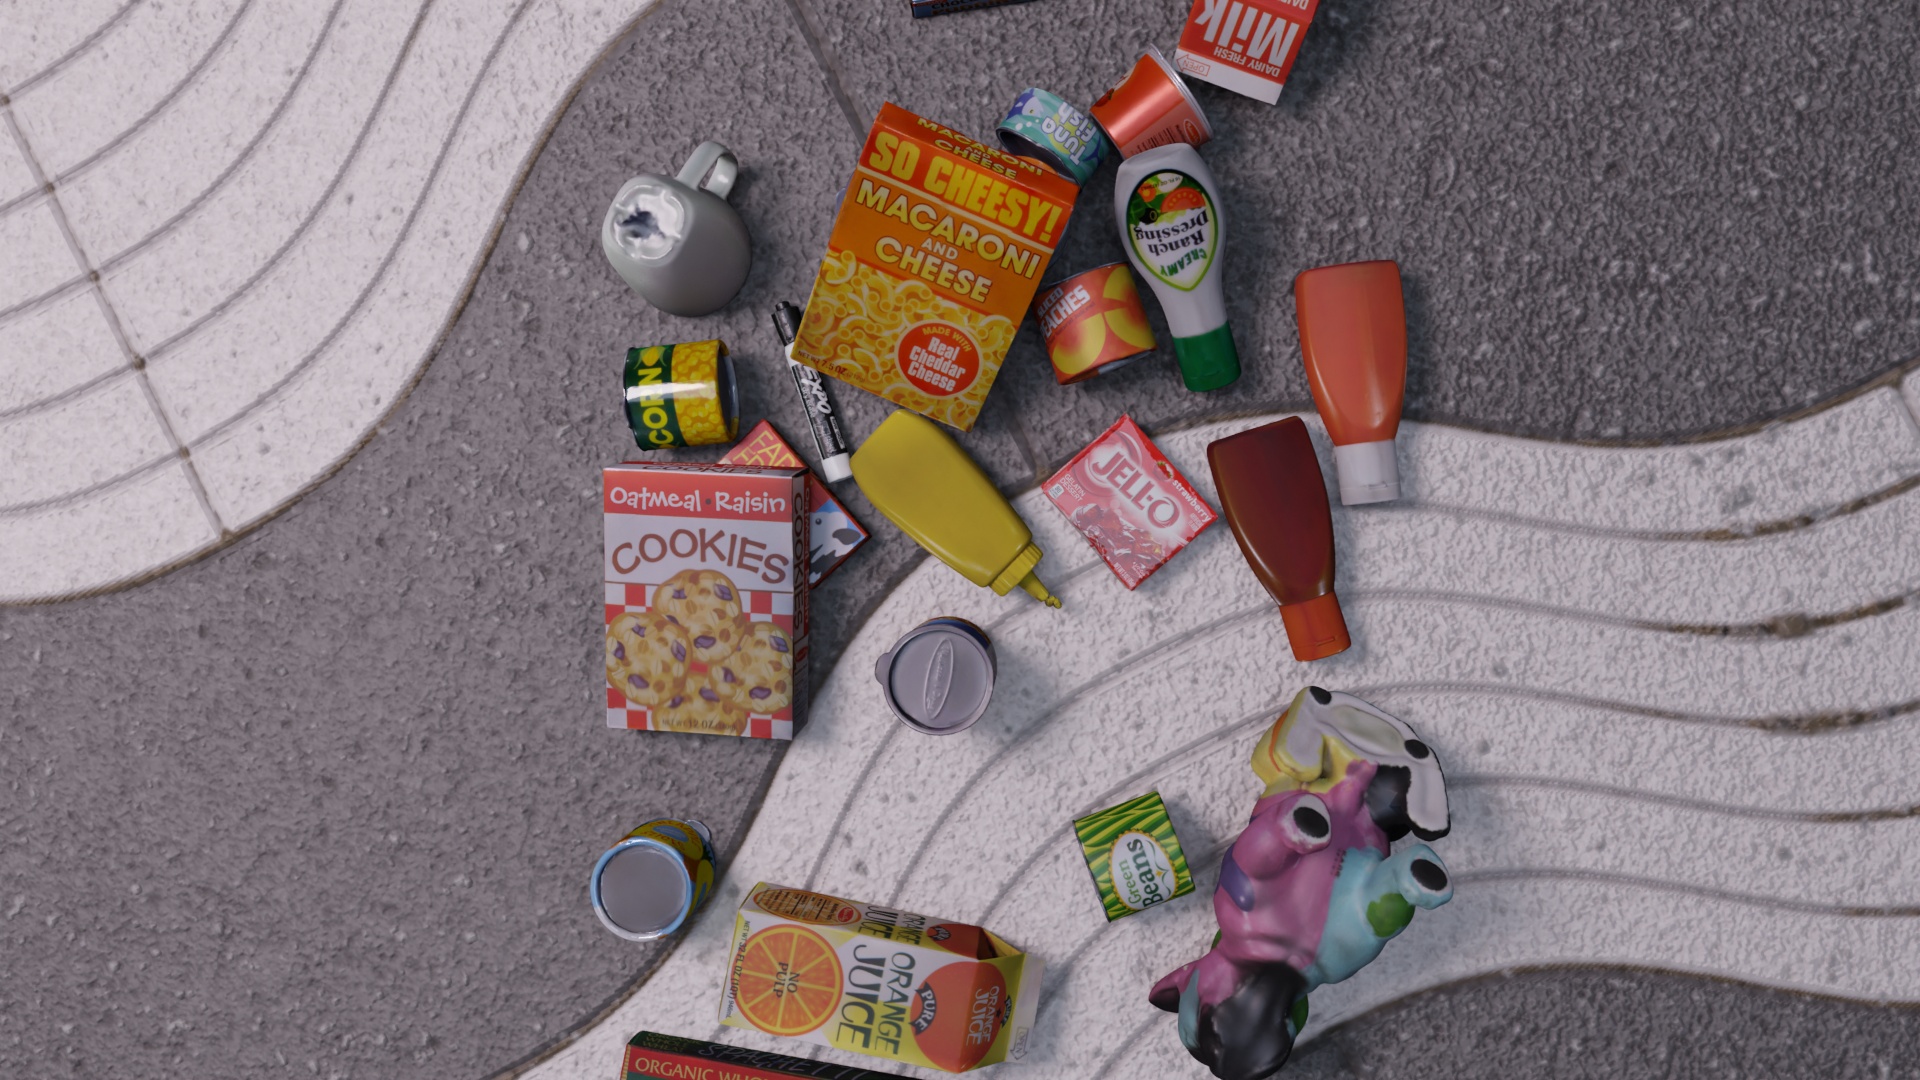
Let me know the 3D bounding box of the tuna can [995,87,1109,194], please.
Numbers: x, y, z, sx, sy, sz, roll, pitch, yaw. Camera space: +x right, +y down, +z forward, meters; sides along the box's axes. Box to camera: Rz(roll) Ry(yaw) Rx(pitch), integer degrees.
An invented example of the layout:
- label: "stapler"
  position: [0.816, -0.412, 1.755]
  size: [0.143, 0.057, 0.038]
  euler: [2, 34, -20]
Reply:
- label: "tuna can"
  position: [0.058, -0.248, 0.861]
  size: [0.071, 0.071, 0.033]
  euler: [35, 91, 2]

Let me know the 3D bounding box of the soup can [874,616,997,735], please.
- label: "soup can"
  position: [-0.013, 0.081, 0.860]
  size: [0.071, 0.084, 0.071]
  euler: [0, 90, 3]

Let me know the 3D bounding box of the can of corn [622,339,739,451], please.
- label: "can of corn"
  position: [-0.175, -0.091, 0.873]
  size: [0.058, 0.071, 0.071]
  euler: [-6, 90, 2]

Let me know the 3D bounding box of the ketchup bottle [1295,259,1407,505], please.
- label: "ketchup bottle"
  position: [0.248, -0.097, 0.866]
  size: [0.065, 0.043, 0.148]
  euler: [-6, 90, 4]

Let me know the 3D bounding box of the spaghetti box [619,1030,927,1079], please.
- label: "spaghetti box"
  position: [-0.095, 0.363, 0.892]
  size: [0.250, 0.029, 0.050]
  euler: [9, 91, 3]

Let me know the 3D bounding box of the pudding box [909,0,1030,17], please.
- label: "pudding box"
  position: [0.006, -0.366, 0.884]
  size: [0.084, 0.030, 0.049]
  euler: [-8, 89, 3]

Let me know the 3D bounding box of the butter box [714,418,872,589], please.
- label: "butter box"
  position: [-0.110, -0.024, 0.894]
  size: [0.053, 0.024, 0.103]
  euler: [-41, 88, 3]

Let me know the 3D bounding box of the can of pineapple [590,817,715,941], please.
- label: "can of pineapple"
  position: [-0.194, 0.213, 0.882]
  size: [0.071, 0.058, 0.071]
  euler: [0, 90, 3]

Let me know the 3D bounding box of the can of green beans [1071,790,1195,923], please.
- label: "can of green beans"
  position: [0.108, 0.196, 0.863]
  size: [0.058, 0.071, 0.071]
  euler: [-21, 90, 3]

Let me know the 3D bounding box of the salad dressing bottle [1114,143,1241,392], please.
- label: "salad dressing bottle"
  position: [0.137, -0.165, 0.849]
  size: [0.064, 0.044, 0.147]
  euler: [-15, 113, 13]

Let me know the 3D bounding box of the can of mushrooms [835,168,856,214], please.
- label: "can of mushrooms"
  position: [-0.042, -0.212, 0.885]
  size: [0.071, 0.033, 0.071]
  euler: [0, 91, 3]

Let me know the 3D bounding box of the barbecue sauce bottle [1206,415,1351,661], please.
- label: "barbecue sauce bottle"
  position: [0.205, 0.000, 0.869]
  size: [0.065, 0.043, 0.148]
  euler: [-18, 90, 3]

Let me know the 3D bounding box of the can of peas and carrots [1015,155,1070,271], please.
- label: "can of peas and carrots"
  position: [0.033, -0.202, 0.869]
  size: [0.071, 0.059, 0.071]
  euler: [0, 90, 3]

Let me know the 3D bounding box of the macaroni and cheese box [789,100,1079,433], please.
- label: "macaroni and cheese box"
  position: [-0.018, -0.160, 0.831]
  size: [0.124, 0.040, 0.165]
  euler: [22, 127, -5]

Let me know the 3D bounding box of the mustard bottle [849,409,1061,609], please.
- label: "mustard bottle"
  position: [0.003, -0.011, 0.876]
  size: [0.160, 0.049, 0.065]
  euler: [45, 96, 1]

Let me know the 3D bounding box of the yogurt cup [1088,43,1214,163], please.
- label: "yogurt cup"
  position: [0.117, -0.262, 0.863]
  size: [0.054, 0.072, 0.072]
  euler: [-36, 89, 11]

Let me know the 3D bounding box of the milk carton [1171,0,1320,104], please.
- label: "milk carton"
  position: [0.195, -0.368, 0.853]
  size: [0.072, 0.073, 0.190]
  euler: [20, 92, 2]

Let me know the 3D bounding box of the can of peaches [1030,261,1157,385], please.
- label: "can of peaches"
  position: [0.081, -0.134, 0.861]
  size: [0.071, 0.071, 0.058]
  euler: [-20, 91, 3]

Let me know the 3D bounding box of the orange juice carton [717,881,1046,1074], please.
- label: "orange juice carton"
  position: [-0.046, 0.274, 0.868]
  size: [0.193, 0.073, 0.071]
  euler: [11, 91, 2]

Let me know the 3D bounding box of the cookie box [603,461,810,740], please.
- label: "cookie box"
  position: [-0.159, 0.036, 0.873]
  size: [0.123, 0.040, 0.167]
  euler: [3, 99, 9]
